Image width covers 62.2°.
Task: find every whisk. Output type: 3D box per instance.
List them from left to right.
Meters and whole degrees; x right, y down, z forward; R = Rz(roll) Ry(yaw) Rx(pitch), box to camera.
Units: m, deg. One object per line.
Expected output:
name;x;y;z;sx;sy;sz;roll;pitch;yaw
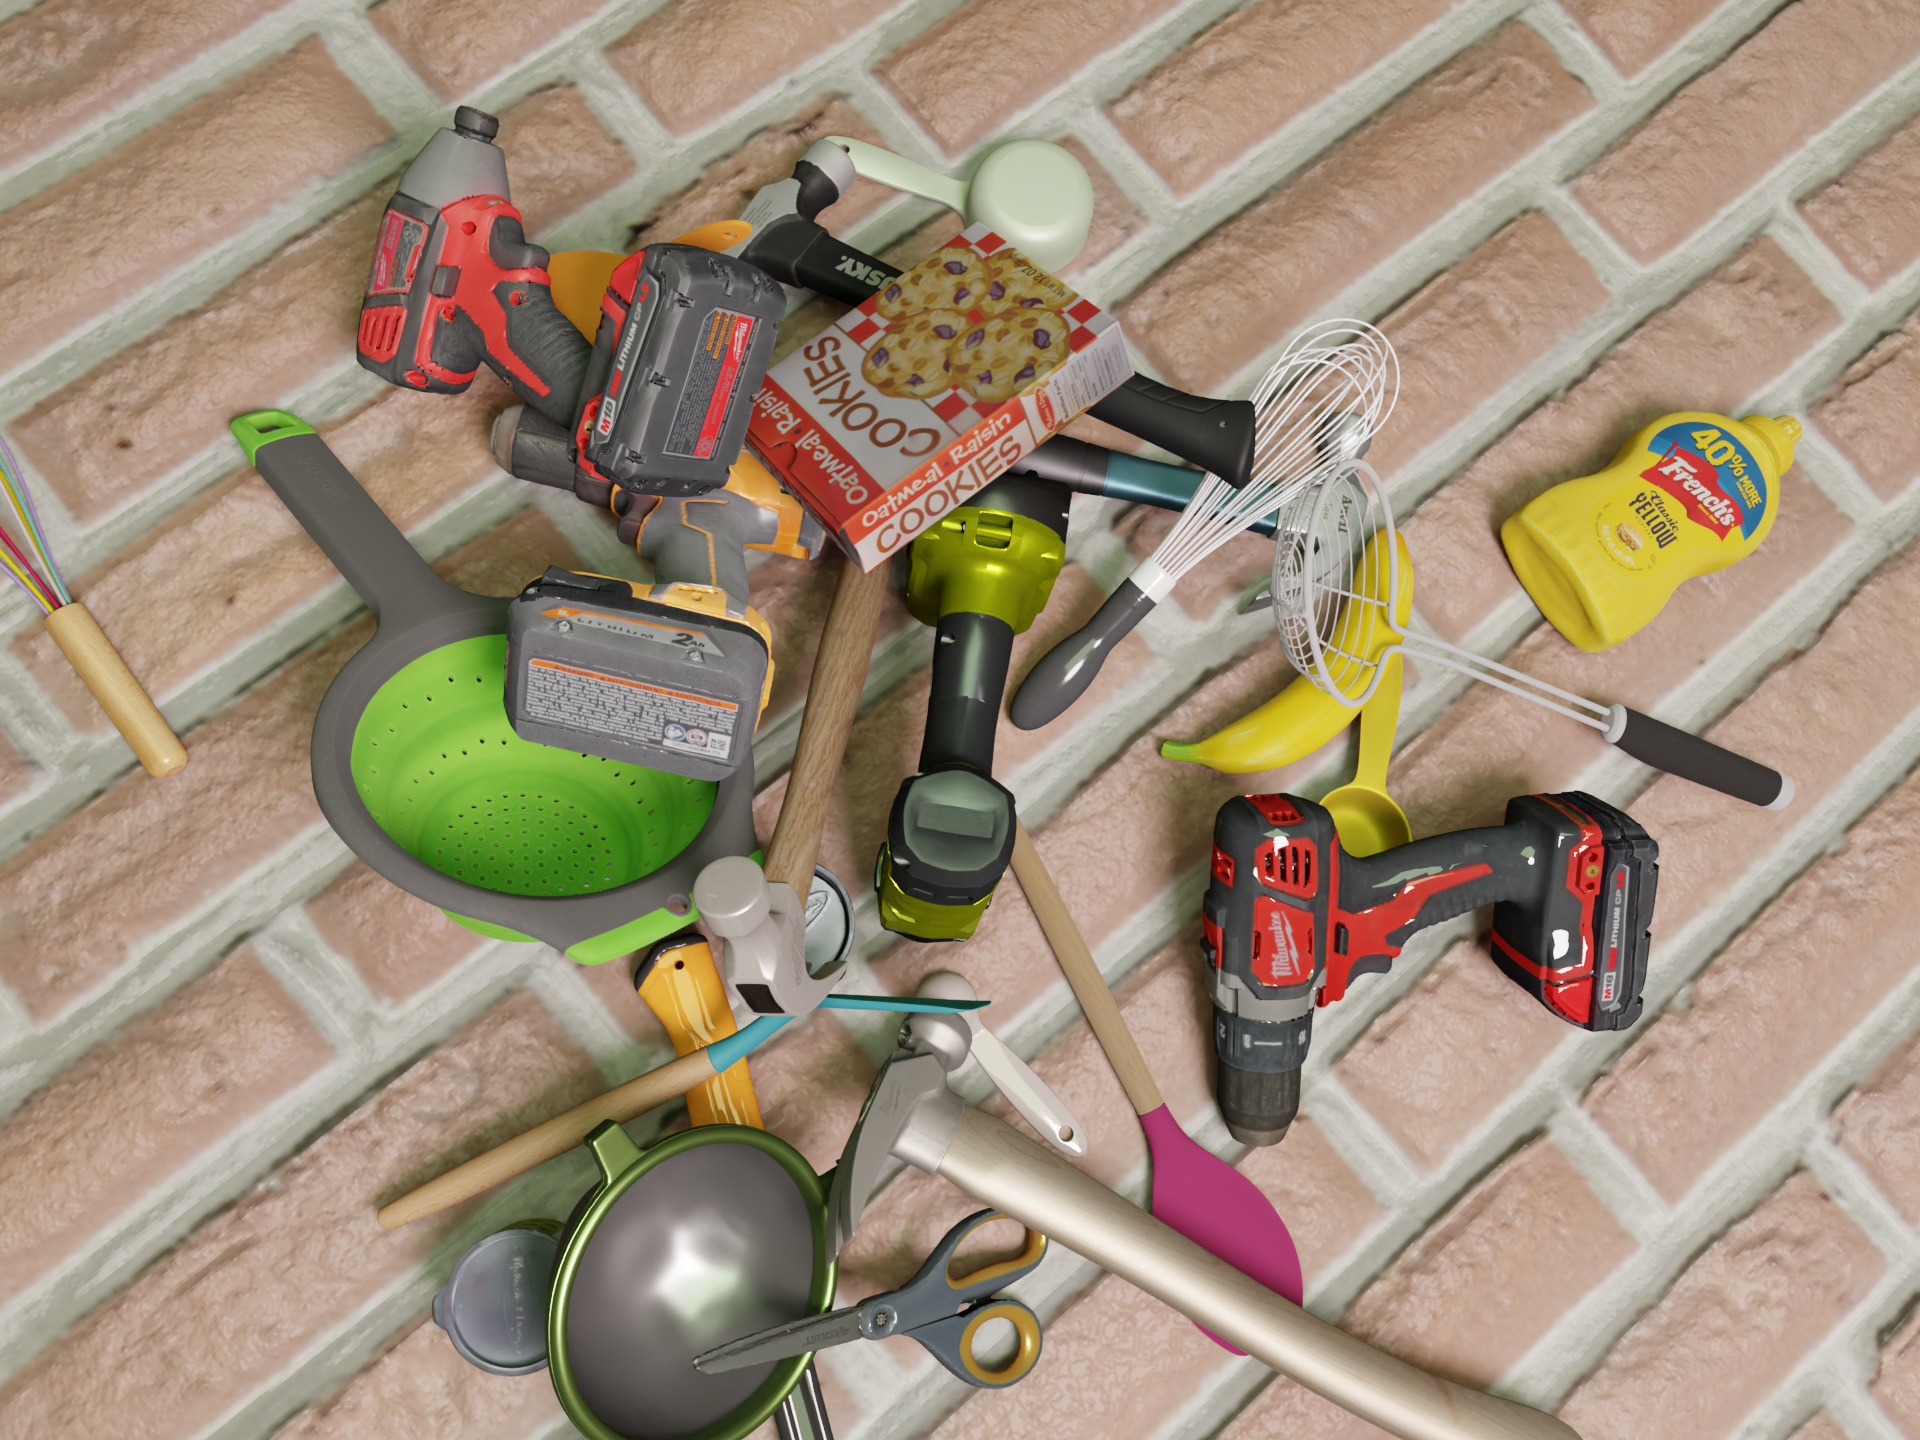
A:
whisk;-0.480;-0.071;0.823;0.051;0.047;0.245;-36;87;-14
whisk;0.125;-0.100;0.857;0.070;0.070;0.284;44;100;4

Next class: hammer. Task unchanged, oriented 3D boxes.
hammer;-0.092;0.269;0.799;0.127;0.034;0.337;-16;80;-9
hammer;-0.064;-0.004;0.790;0.031;0.129;0.332;0;49;12
hammer;0.010;-0.203;0.856;0.335;0.035;0.146;29;72;21
hammer;0.069;-0.146;0.909;0.331;0.033;0.128;12;76;-4
hammer;0.130;0.291;0.773;0.410;0.038;0.146;30;38;-1

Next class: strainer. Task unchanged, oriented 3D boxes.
strainer;-0.147;0.307;0.728;0.151;0.069;0.256;22;78;-39

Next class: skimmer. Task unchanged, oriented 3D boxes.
skimmer;0.320;-0.026;0.852;0.363;0.090;0.127;21;70;-13

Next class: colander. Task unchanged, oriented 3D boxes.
colander;-0.264;-0.013;0.815;0.204;0.094;0.397;-26;61;-38

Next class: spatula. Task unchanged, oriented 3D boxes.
spatula;-0.138;0.185;0.769;0.317;0.082;0.044;-26;81;4

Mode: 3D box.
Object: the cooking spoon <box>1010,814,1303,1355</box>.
cooking spoon;0.090;0.183;0.847;0.069;0.017;0.319;-26;82;-3

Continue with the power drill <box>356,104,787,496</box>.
power drill;-0.200;-0.206;0.778;0.220;0.078;0.143;28;107;25

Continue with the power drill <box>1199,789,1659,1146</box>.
power drill;0.235;0.126;0.831;0.226;0.080;0.187;-3;106;-10

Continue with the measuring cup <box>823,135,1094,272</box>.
measuring cup;-0.001;-0.319;0.933;0.167;0.038;0.083;18;76;-5

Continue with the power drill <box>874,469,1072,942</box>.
power drill;-0.001;-0.003;0.810;0.080;0.171;0.223;10;69;-3

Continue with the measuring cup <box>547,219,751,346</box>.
measuring cup;-0.164;-0.214;0.832;0.095;0.174;0.052;12;78;-41

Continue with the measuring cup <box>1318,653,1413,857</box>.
measuring cup;0.229;0.023;0.900;0.062;0.029;0.157;16;65;-2

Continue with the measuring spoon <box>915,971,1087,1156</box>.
measuring spoon;0.024;0.183;0.839;0.034;0.018;0.124;-42;86;-13

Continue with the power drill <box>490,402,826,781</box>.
power drill;-0.166;-0.083;0.800;0.185;0.084;0.226;13;40;-5
